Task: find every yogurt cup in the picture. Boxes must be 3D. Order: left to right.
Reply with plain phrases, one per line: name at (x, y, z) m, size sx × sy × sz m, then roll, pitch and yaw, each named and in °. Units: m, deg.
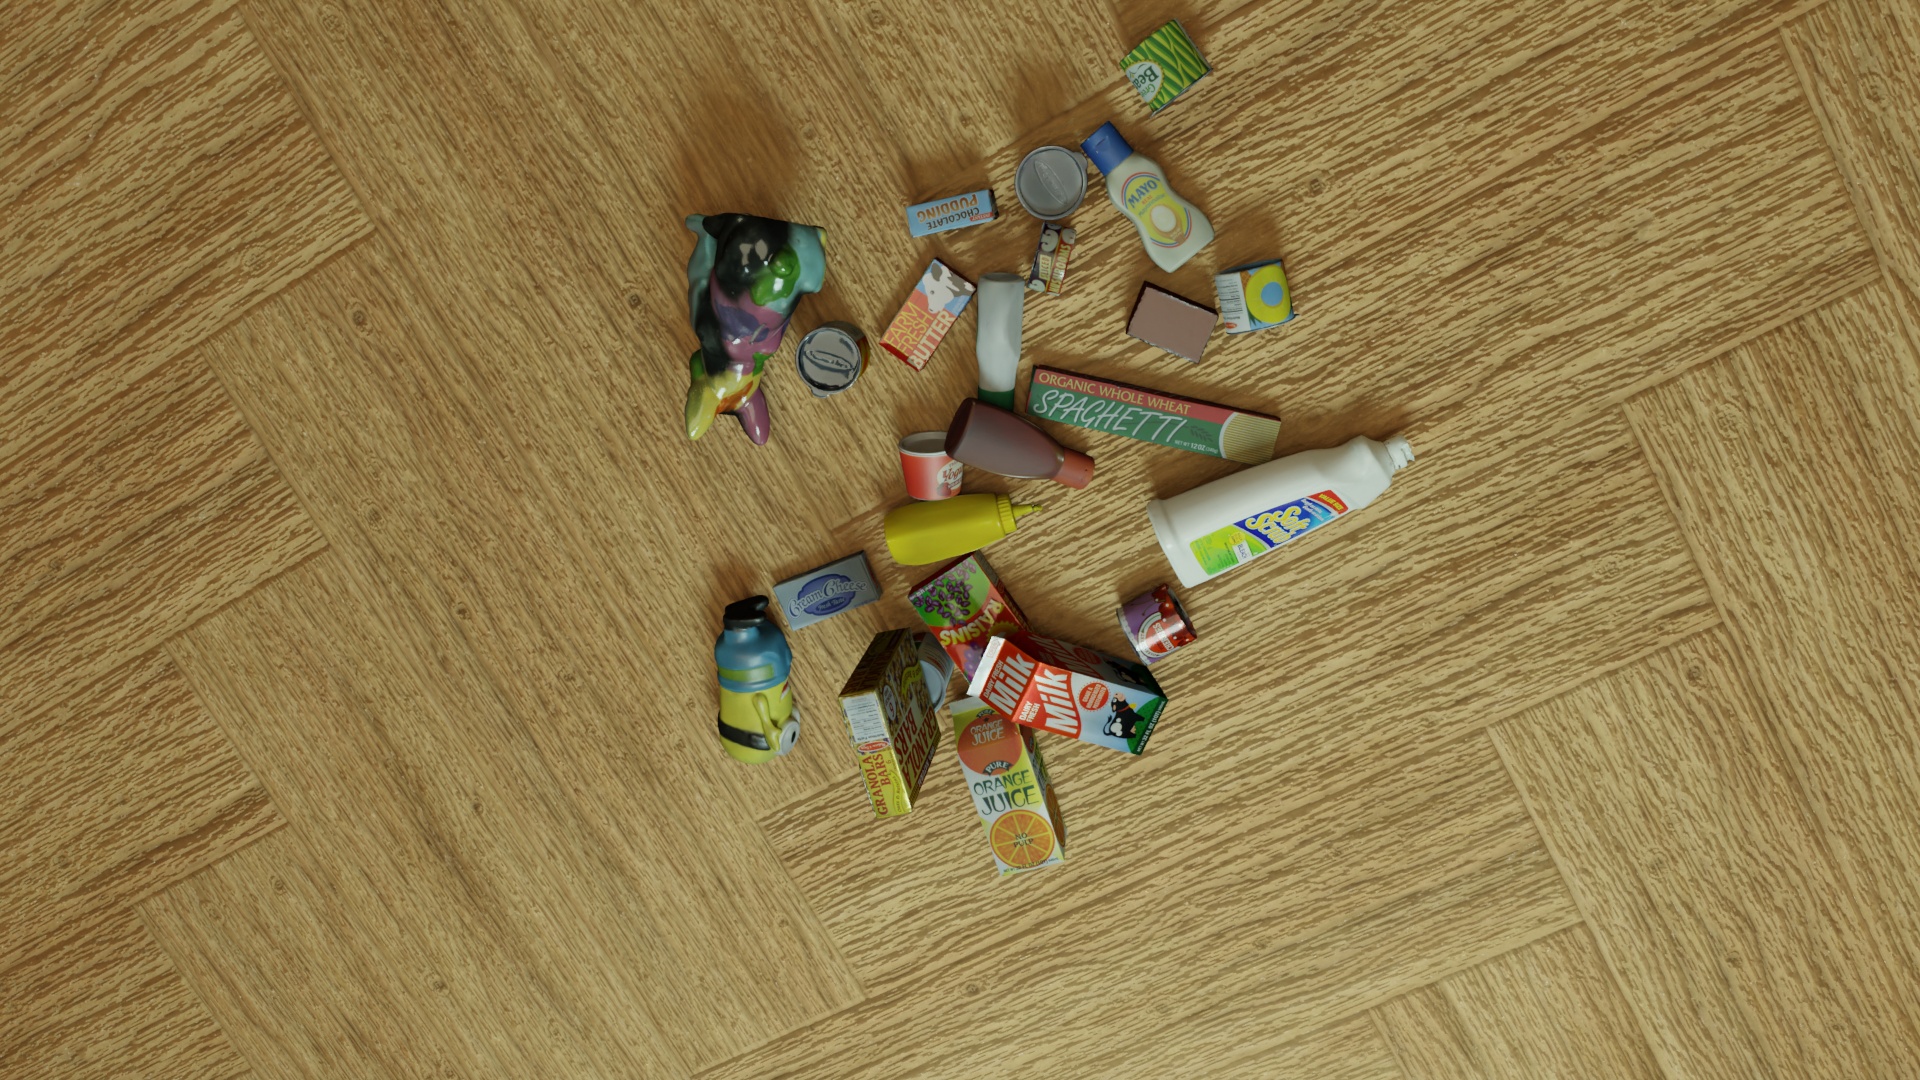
yogurt cup at (-0.028, -0.074, 1.394) m, size 0.072 × 0.073 × 0.053 m, roll 0°, pitch 113°, yaw 7°

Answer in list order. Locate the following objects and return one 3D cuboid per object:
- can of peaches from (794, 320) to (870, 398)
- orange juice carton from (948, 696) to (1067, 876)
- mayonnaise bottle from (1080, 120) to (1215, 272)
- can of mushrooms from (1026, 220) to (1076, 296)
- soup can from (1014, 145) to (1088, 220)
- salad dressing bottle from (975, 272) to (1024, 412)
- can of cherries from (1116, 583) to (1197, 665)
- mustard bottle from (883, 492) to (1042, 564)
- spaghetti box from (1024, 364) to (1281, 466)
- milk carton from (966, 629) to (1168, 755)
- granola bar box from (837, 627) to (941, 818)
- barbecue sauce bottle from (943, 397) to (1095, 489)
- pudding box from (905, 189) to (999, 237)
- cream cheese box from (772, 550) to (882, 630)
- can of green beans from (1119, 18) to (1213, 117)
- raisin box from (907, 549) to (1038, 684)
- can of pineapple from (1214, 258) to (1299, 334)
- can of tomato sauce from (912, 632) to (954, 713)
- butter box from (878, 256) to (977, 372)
can of peaches at (-0.127, -0.181, 1.379) m, size 0.071 × 0.058 × 0.071 m, roll 2°, pitch 106°, yaw 6°
orange juice carton at (0.050, 0.249, 1.467) m, size 0.072 × 0.073 × 0.192 m, roll -16°, pitch 102°, yaw 11°
mayonnaise bottle at (0.173, -0.327, 1.313) m, size 0.064 × 0.041 × 0.148 m, roll -39°, pitch 98°, yaw 16°
can of mushrooms at (0.087, -0.268, 1.324) m, size 0.033 × 0.071 × 0.070 m, roll 16°, pitch 107°, yaw 1°
soup can at (0.089, -0.337, 1.298) m, size 0.071 × 0.084 × 0.071 m, roll 2°, pitch 106°, yaw 6°
salad dressing bottle at (0.037, -0.185, 1.360) m, size 0.044 × 0.064 × 0.147 m, roll 8°, pitch 114°, yaw 14°
can of cherries at (0.199, 0.086, 1.407) m, size 0.058 × 0.072 × 0.071 m, roll -29°, pitch 100°, yaw 13°
mustard bottle at (0.005, -0.018, 1.407) m, size 0.160 × 0.049 × 0.065 m, roll -13°, pitch 147°, yaw 5°
spaghetti box at (0.188, -0.123, 1.373) m, size 0.250 × 0.029 × 0.050 m, roll 13°, pitch 106°, yaw 3°
milk carton at (0.105, 0.149, 1.404) m, size 0.191 × 0.074 × 0.072 m, roll 17°, pitch 108°, yaw -19°
granola bar box at (-0.065, 0.169, 1.322) m, size 0.039 × 0.166 × 0.124 m, roll -13°, pitch 104°, yaw 13°
barbecue sauce bottle at (0.061, -0.088, 1.364) m, size 0.148 × 0.044 × 0.064 m, roll 18°, pitch 102°, yaw -23°
pudding box at (-0.008, -0.314, 1.333) m, size 0.084 × 0.050 × 0.030 m, roll -10°, pitch 103°, yaw 9°
cream cheese box at (-0.140, 0.053, 1.461) m, size 0.104 × 0.024 × 0.053 m, roll -20°, pitch 102°, yaw 11°
can of green beans at (0.187, -0.433, 1.270) m, size 0.071 × 0.071 × 0.058 m, roll -36°, pitch 98°, yaw 14°
raisin box at (0.015, 0.081, 1.444) m, size 0.086 × 0.040 × 0.123 m, roll -34°, pitch 98°, yaw 13°
can of pineapple at (0.280, -0.232, 1.315) m, size 0.071 × 0.071 × 0.057 m, roll -12°, pitch 103°, yaw 10°
can of tomato sauce at (-0.045, 0.140, 1.443) m, size 0.071 × 0.083 × 0.071 m, roll 2°, pitch 106°, yaw 6°
butter box at (-0.032, -0.223, 1.374) m, size 0.053 × 0.024 × 0.103 m, roll 35°, pitch 106°, yaw -3°
